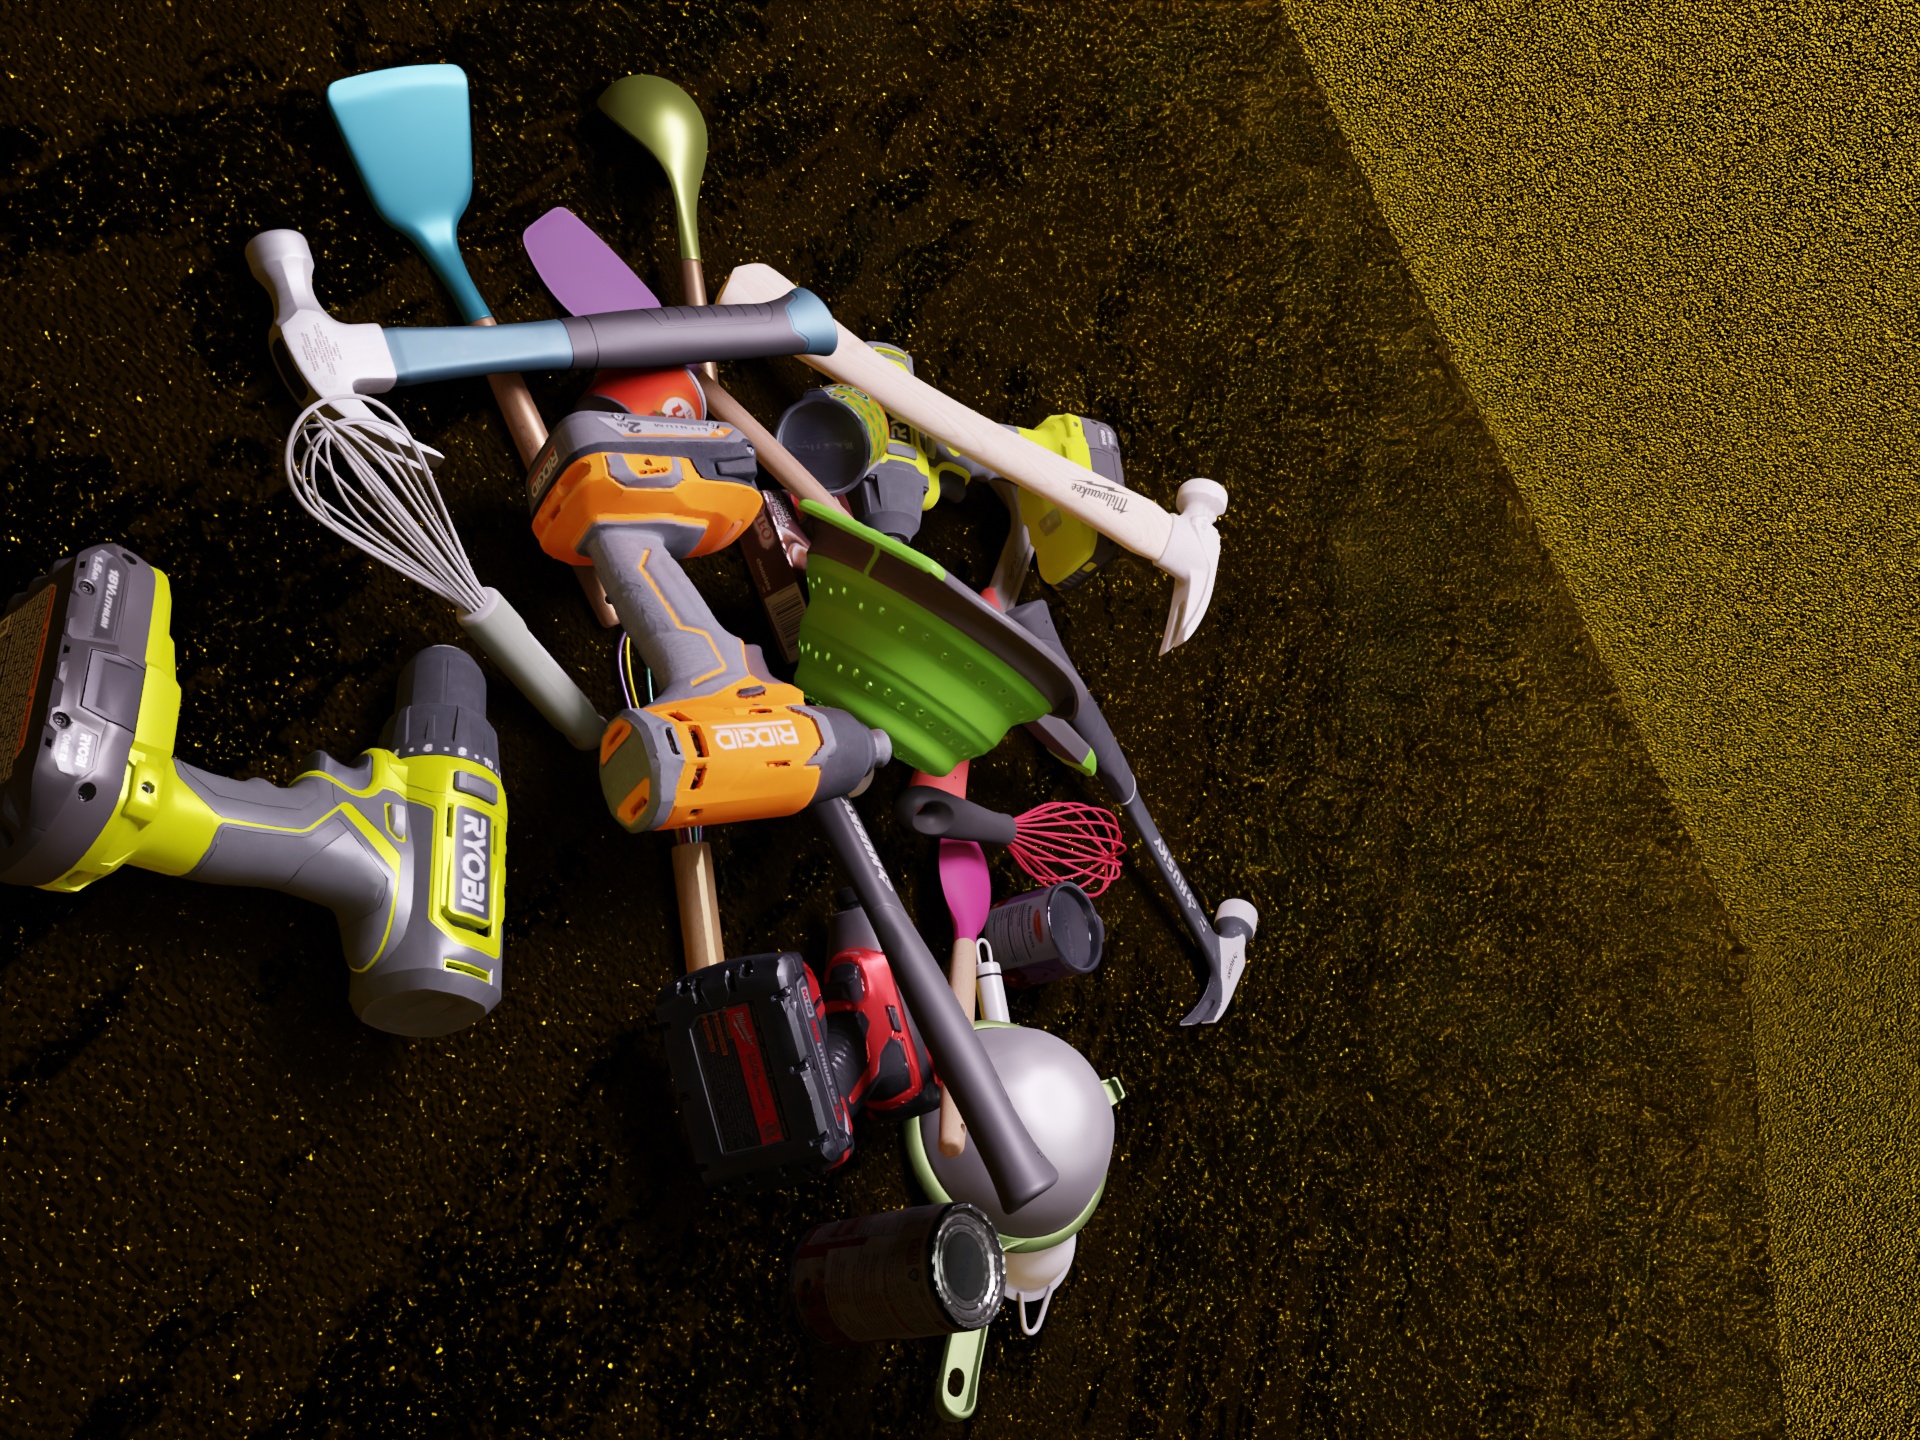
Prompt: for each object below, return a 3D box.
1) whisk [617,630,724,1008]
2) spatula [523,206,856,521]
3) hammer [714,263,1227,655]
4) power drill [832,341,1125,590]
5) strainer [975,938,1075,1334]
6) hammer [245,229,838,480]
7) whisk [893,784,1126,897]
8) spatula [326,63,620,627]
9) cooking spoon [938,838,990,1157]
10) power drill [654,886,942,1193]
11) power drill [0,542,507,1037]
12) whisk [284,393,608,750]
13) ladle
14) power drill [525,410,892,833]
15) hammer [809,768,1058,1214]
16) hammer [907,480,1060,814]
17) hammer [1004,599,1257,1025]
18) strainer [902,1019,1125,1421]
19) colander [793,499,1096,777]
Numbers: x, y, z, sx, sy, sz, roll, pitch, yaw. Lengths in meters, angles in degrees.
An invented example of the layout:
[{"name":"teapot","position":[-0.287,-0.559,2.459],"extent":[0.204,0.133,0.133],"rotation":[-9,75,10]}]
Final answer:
[{"name":"whisk","position":[-0.152,0.049,0.902],"extent":[0.047,0.051,0.245],"rotation":[11,67,-59]},{"name":"spatula","position":[-0.150,-0.196,1.005],"extent":[0.315,0.018,0.060],"rotation":[44,51,-14]},{"name":"hammer","position":[0.012,-0.193,1.126],"extent":[0.410,0.038,0.146],"rotation":[27,60,-19]},{"name":"power drill","position":[0.013,-0.176,1.187],"extent":[0.223,0.080,0.171],"rotation":[9,62,-31]},{"name":"strainer","position":[0.037,0.270,1.057],"extent":[0.086,0.050,0.259],"rotation":[6,64,-38]},{"name":"hammer","position":[-0.209,-0.211,0.882],"extent":[0.331,0.033,0.128],"rotation":[-16,86,-39]},{"name":"whisk","position":[0.039,0.079,1.114],"extent":[0.295,0.073,0.073],"rotation":[20,57,-57]},{"name":"spatula","position":[-0.255,-0.201,0.886],"extent":[0.082,0.044,0.317],"rotation":[-28,99,-38]},{"name":"cooking spoon","position":[0.002,0.159,1.006],"extent":[0.068,0.017,0.319],"rotation":[59,17,-24]},{"name":"power drill","position":[-0.075,0.170,0.890],"extent":[0.219,0.078,0.143],"rotation":[-2,75,-70]},{"name":"power drill","position":[-0.292,0.019,0.684],"extent":[0.228,0.080,0.191],"rotation":[32,40,-47]},{"name":"whisk","position":[-0.243,-0.062,0.785],"extent":[0.059,0.058,0.246],"rotation":[-50,139,-17]},{"name":"ladle","position":[-0.183,-0.270,1.039],"extent":[0.078,0.062,0.320],"rotation":[2,78,-61]},{"name":"power drill","position":[-0.132,-0.051,0.855],"extent":[0.164,0.084,0.227],"rotation":[-3,63,-40]},{"name":"hammer","position":[-0.037,0.120,0.883],"extent":[0.146,0.035,0.335],"rotation":[37,19,-56]},{"name":"hammer","position":[0.013,-0.065,1.204],"extent":[0.149,0.037,0.359],"rotation":[50,37,-26]},{"name":"hammer","position":[0.136,0.072,1.275],"extent":[0.408,0.036,0.149],"rotation":[58,36,-26]},{"name":"strainer","position":[0.032,0.290,0.967],"extent":[0.151,0.069,0.257],"rotation":[29,48,-15]},{"name":"colander","position":[-0.002,-0.003,1.028],"extent":[0.094,0.205,0.396],"rotation":[-58,150,-5]}]
